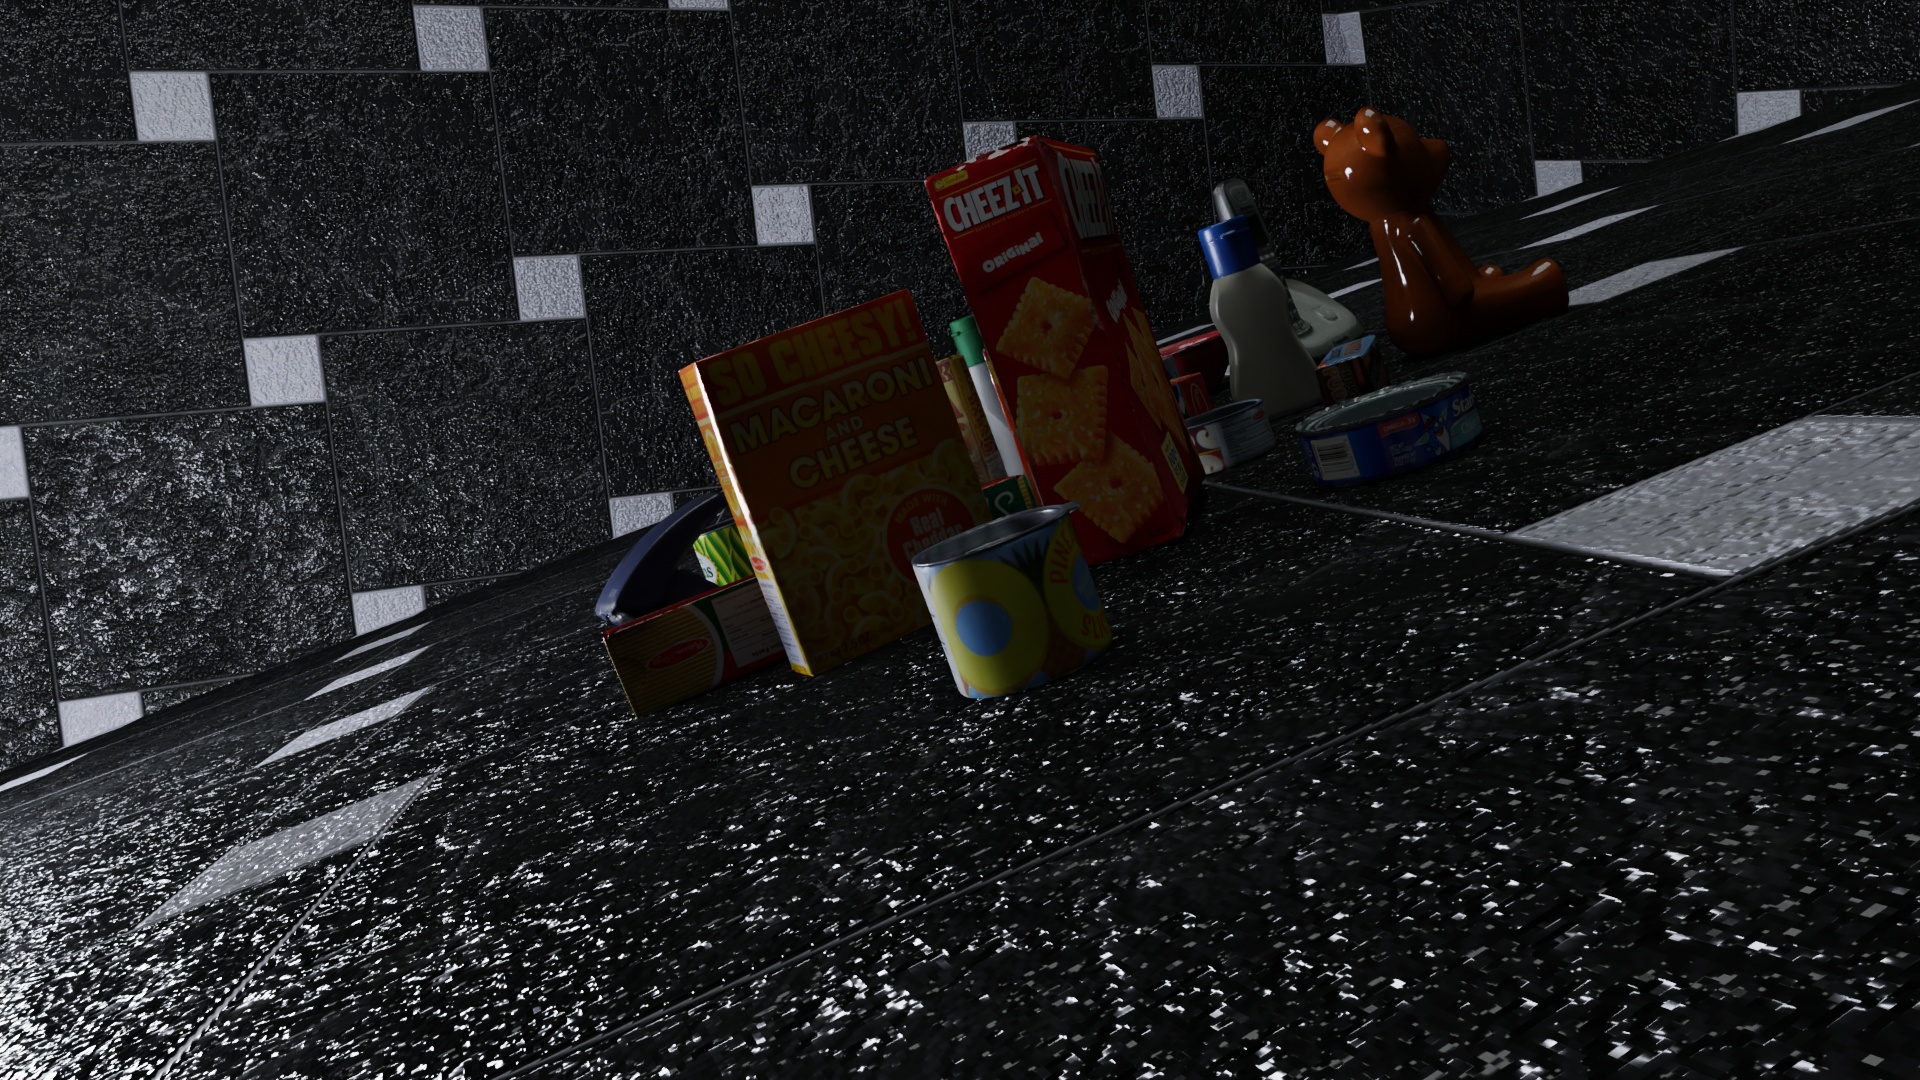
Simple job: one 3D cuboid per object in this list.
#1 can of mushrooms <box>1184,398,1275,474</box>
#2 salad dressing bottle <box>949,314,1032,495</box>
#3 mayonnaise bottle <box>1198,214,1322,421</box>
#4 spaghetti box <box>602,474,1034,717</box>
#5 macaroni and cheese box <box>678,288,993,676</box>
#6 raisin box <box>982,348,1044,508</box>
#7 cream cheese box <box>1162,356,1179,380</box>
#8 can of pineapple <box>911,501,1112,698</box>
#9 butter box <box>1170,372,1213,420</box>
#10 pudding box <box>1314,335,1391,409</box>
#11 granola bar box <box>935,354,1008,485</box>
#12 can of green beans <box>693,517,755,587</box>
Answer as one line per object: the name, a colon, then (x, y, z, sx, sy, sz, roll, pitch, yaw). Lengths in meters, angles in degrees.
can of mushrooms: (0.166, -0.066, 0.895, 0.071, 0.033, 0.071, -20, 8, 3)
salad dressing bottle: (0.033, -0.107, 1.092, 0.044, 0.147, 0.064, -24, 8, -26)
mayonnaise bottle: (0.215, -0.163, 1.018, 0.065, 0.148, 0.041, -19, 7, 6)
spaghetti box: (-0.072, 0.028, 0.779, 0.251, 0.050, 0.028, -22, 7, -14)
macaroni and cheese box: (-0.057, -0.031, 0.720, 0.124, 0.166, 0.040, -23, 8, -22)
raisin box: (0.055, -0.079, 0.928, 0.040, 0.123, 0.086, -19, 7, 10)
cream cheese box: (0.174, -0.131, 1.254, 0.024, 0.053, 0.104, -16, 9, 31)
can of pineapple: (0.022, 0.023, 0.549, 0.071, 0.057, 0.071, -20, 7, 3)
butter box: (0.150, -0.091, 1.041, 0.024, 0.053, 0.103, -24, 8, -26)
pudding box: (0.237, -0.091, 0.831, 0.030, 0.049, 0.084, -17, 8, 25)
granola bar box: (-0.056, -0.054, 1.033, 0.165, 0.124, 0.039, -17, 8, 20)
can of green beans: (-0.182, 0.012, 1.143, 0.071, 0.057, 0.071, -20, 7, 3)
